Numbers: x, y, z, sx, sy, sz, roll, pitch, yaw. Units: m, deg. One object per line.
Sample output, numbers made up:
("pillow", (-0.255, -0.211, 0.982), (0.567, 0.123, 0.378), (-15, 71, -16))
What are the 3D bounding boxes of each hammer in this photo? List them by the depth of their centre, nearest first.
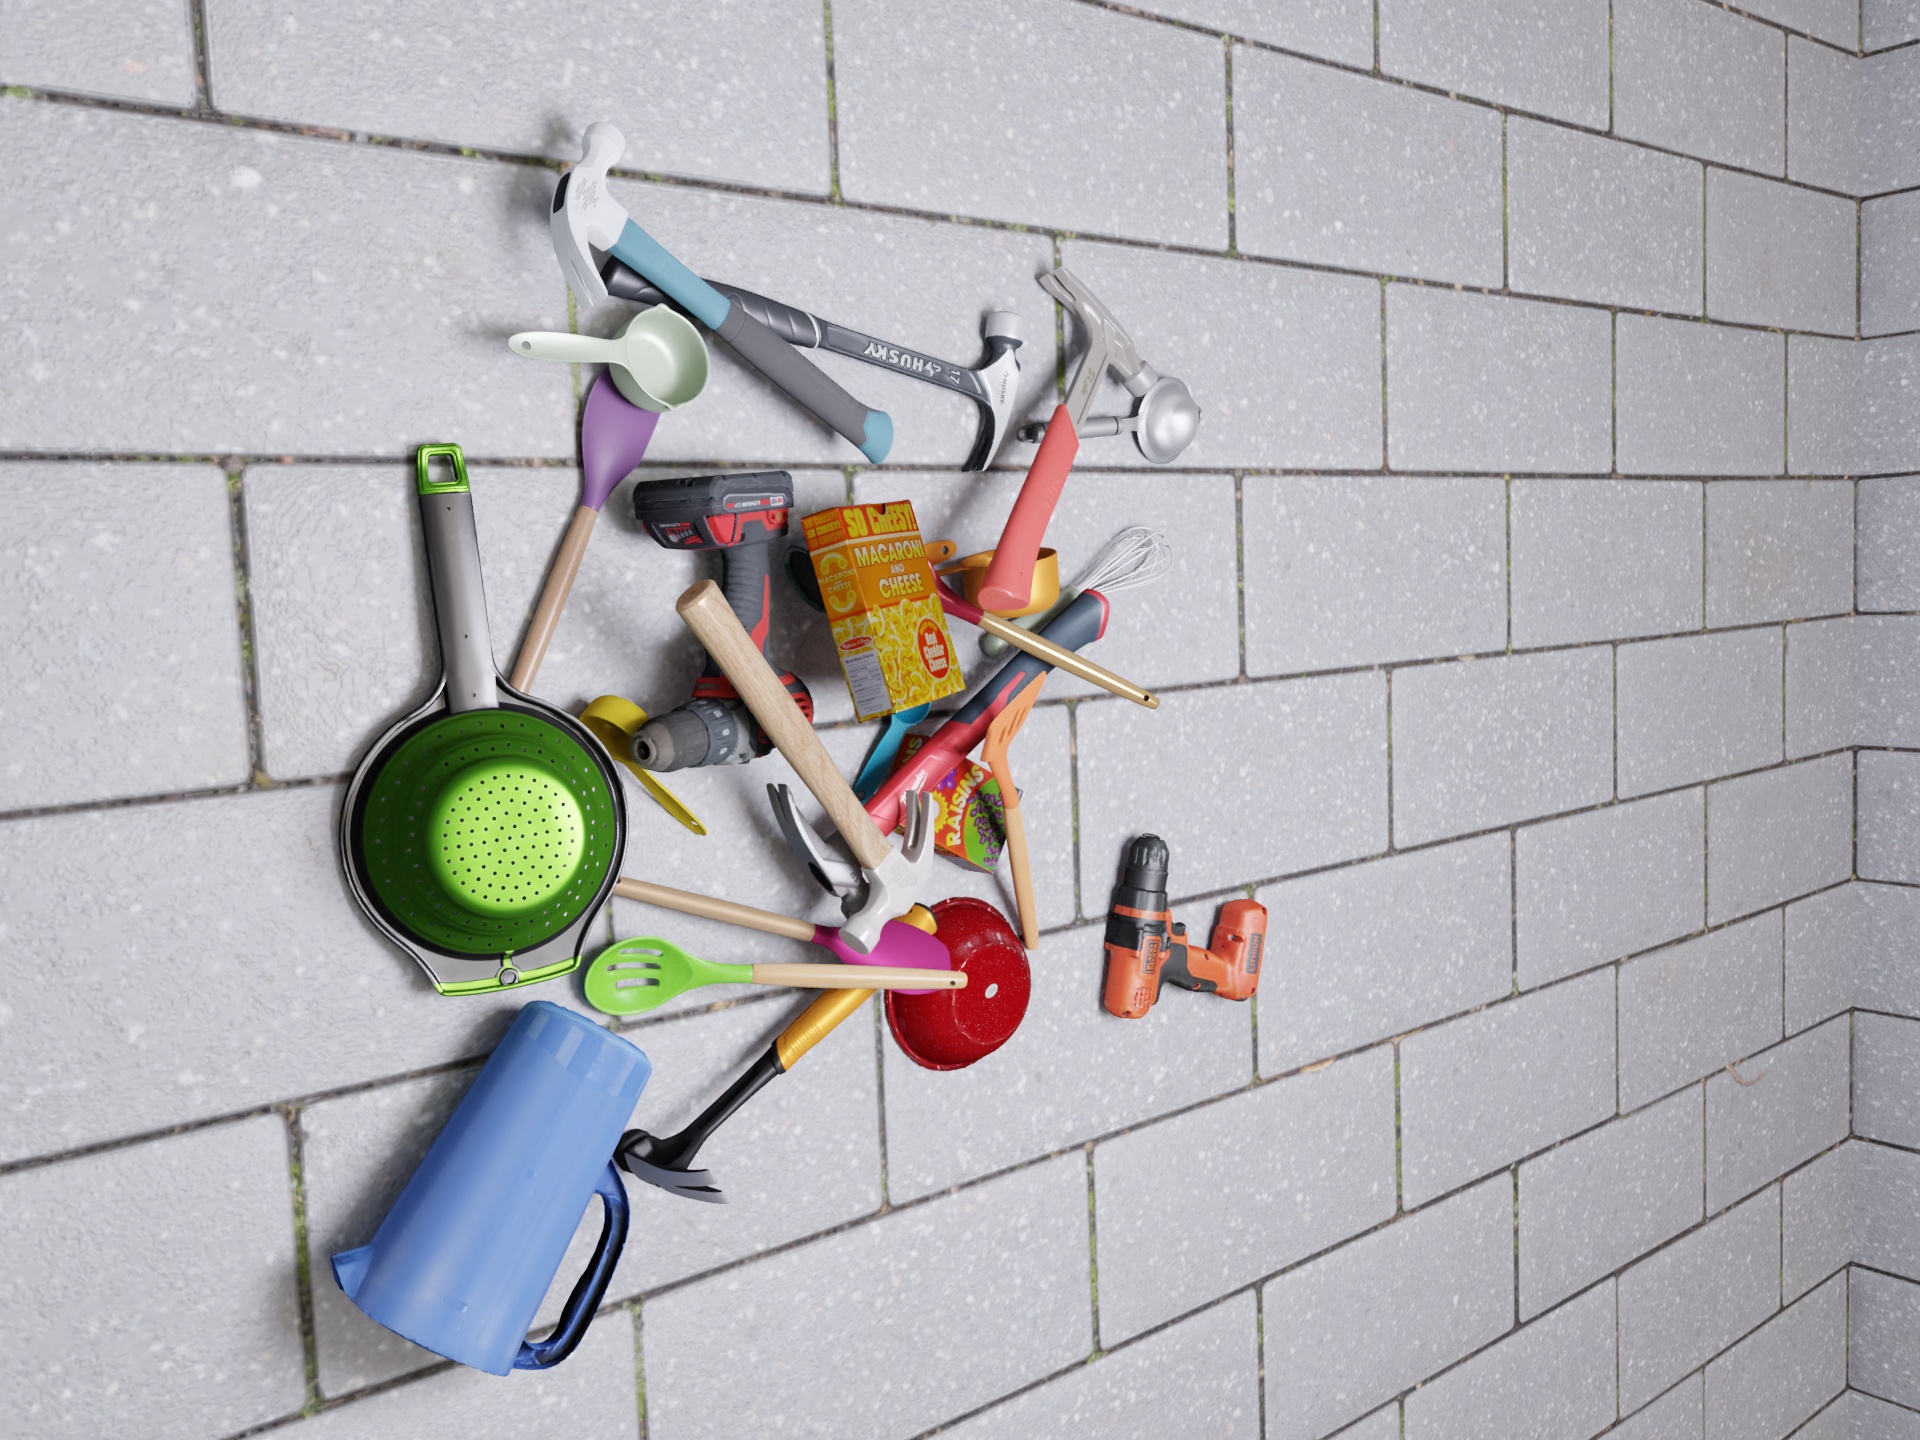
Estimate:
("hammer", (-0.116, 0.026, 1.227), (0.130, 0.031, 0.331), (-51, 126, -29))
("hammer", (-0.174, -0.307, 1.232), (0.330, 0.033, 0.128), (34, 60, -35))
("hammer", (-0.128, 0.261, 1.309), (0.337, 0.127, 0.034), (-41, 118, -36))
("hammer", (-0.112, -0.316, 1.331), (0.408, 0.036, 0.149), (8, 89, -38))
("hammer", (-0.002, -0.004, 1.383), (0.386, 0.038, 0.143), (-45, 115, -28))
("hammer", (0.079, -0.243, 1.412), (0.149, 0.037, 0.359), (42, 52, -26))

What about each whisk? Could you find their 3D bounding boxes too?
("whisk", (0.114, -0.122, 1.519), (0.246, 0.057, 0.059), (-32, 77, -30))

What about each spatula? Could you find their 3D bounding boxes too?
("spatula", (-0.293, -0.138, 1.206), (0.059, 0.018, 0.316), (27, 75, -37))
("spatula", (0.054, 0.095, 1.412), (0.081, 0.041, 0.322), (-44, 140, -35))

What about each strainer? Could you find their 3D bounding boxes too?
("strainer", (0.157, -0.285, 1.544), (0.258, 0.050, 0.086), (-12, 112, -34))

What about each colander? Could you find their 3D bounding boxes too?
("colander", (-0.335, -0.001, 1.114), (0.204, 0.094, 0.397), (-8, 93, -25))

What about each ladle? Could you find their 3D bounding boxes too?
("ladle", (0.040, -0.080, 1.386), (0.315, 0.031, 0.069), (25, 88, -15))

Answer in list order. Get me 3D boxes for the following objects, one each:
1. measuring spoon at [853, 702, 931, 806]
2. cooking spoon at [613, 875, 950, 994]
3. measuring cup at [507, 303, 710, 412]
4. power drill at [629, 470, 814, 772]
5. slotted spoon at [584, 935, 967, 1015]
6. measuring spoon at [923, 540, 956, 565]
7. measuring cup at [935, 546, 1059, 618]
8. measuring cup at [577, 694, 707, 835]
("measuring spoon", (-0.068, 0.020, 1.399), (0.042, 0.021, 0.128), (32, 82, -32))
("cooking spoon", (-0.145, 0.168, 1.300), (0.318, 0.017, 0.069), (17, 48, -25))
("measuring cup", (-0.267, -0.271, 1.190), (0.167, 0.038, 0.083), (-5, 87, -41))
("power drill", (-0.192, -0.074, 1.225), (0.188, 0.080, 0.226), (-20, 108, -58))
("slotted spoon", (-0.144, 0.206, 1.280), (0.313, 0.031, 0.070), (4, 110, -19))
("measuring spoon", (-0.046, -0.139, 1.406), (0.117, 0.011, 0.021), (-23, 106, -35))
("measuring cup", (0.008, -0.113, 1.419), (0.173, 0.095, 0.052), (-15, 107, -18))
("measuring cup", (-0.239, 0.036, 1.246), (0.156, 0.062, 0.029), (54, 49, -39))
